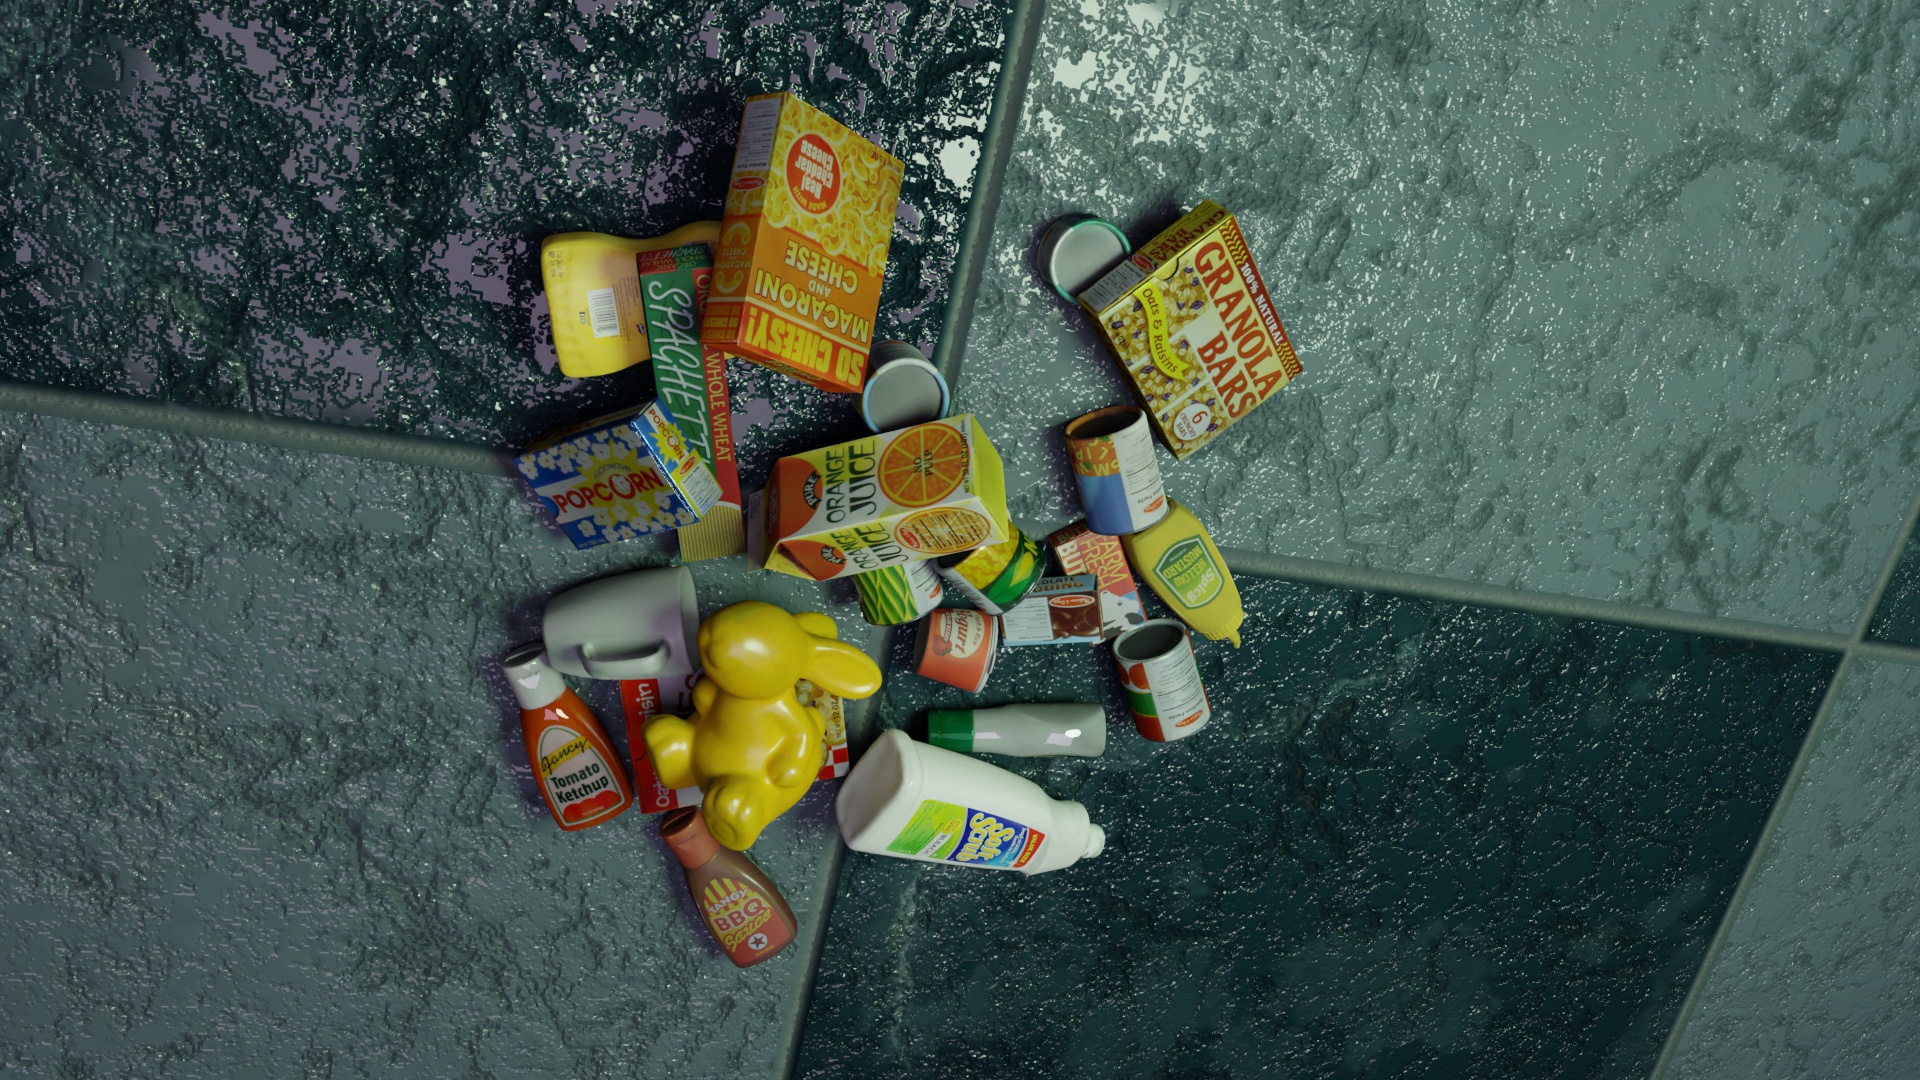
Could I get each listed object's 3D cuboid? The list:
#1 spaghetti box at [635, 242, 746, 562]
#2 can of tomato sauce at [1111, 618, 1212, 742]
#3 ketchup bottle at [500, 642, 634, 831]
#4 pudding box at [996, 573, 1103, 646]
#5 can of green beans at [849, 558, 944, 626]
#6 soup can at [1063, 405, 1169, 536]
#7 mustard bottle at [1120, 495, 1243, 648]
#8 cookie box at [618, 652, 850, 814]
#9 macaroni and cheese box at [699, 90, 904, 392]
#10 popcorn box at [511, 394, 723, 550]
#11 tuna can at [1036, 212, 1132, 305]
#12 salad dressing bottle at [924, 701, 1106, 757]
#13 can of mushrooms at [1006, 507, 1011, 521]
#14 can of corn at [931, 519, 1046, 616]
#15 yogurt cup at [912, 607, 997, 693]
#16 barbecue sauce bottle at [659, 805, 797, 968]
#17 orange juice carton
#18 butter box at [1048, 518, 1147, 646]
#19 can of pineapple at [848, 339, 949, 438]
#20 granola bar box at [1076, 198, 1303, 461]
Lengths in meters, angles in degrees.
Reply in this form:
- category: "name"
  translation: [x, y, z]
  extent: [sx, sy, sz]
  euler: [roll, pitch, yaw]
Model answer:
- category: "spaghetti box"
  translation: [-0.186, -0.088, 0.970]
  extent: [0.050, 0.029, 0.248]
  euler: [-9, 131, -12]
- category: "can of tomato sauce"
  translation: [0.168, 0.117, 1.170]
  extent: [0.071, 0.071, 0.082]
  euler: [-23, 115, -6]
- category: "ketchup bottle"
  translation: [-0.304, 0.149, 1.061]
  extent: [0.065, 0.044, 0.148]
  euler: [-21, 114, -7]
- category: "pudding box"
  translation: [0.072, 0.057, 1.121]
  extent: [0.084, 0.030, 0.049]
  euler: [-5, 117, 11]
- category: "can of green beans"
  translation: [-0.052, 0.025, 1.071]
  extent: [0.071, 0.071, 0.057]
  euler: [-20, 114, -7]
- category: "soup can"
  translation: [0.120, -0.055, 1.089]
  extent: [0.071, 0.071, 0.083]
  euler: [-20, 113, -7]
- category: "mustard bottle"
  translation: [0.196, 0.036, 1.154]
  extent: [0.065, 0.049, 0.160]
  euler: [-39, 115, 3]
- category: "cookie box"
  translation: [-0.177, 0.140, 1.095]
  extent: [0.168, 0.040, 0.122]
  euler: [-9, 113, -12]
- category: "macaroni and cheese box"
  translation: [-0.103, -0.194, 0.925]
  extent: [0.124, 0.040, 0.166]
  euler: [17, 82, -52]
- category: "popcorn box"
  translation: [-0.239, -0.045, 0.969]
  extent: [0.126, 0.038, 0.085]
  euler: [-12, 122, 33]
- category: "tuna can"
  translation: [0.095, -0.210, 1.039]
  extent: [0.071, 0.033, 0.070]
  euler: [-5, 112, -13]
- category: "salad dressing bottle"
  translation: [0.045, 0.158, 1.156]
  extent: [0.148, 0.064, 0.044]
  euler: [0, 99, -7]
- category: "can of mushrooms"
  translation: [0.004, -0.014, 1.090]
  extent: [0.071, 0.033, 0.070]
  euler: [-6, 113, -13]
- category: "can of corn"
  translation: [0.022, 0.012, 1.049]
  extent: [0.071, 0.071, 0.058]
  euler: [-47, 116, 5]
- category: "yogurt cup"
  translation: [-0.006, 0.084, 1.109]
  extent: [0.054, 0.072, 0.072]
  euler: [12, 107, -11]
- category: "barbecue sauce bottle"
  translation: [-0.195, 0.282, 1.144]
  extent: [0.065, 0.044, 0.148]
  euler: [-29, 115, -2]
- category: "orange juice carton"
  translation: [-0.068, -0.025, 1.011]
  extent: [0.192, 0.072, 0.073]
  euler: [-12, 150, 15]
- category: "butter box"
  translation: [0.113, 0.032, 1.143]
  extent: [0.053, 0.024, 0.103]
  euler: [-24, 115, -4]
- category: "can of pineapple"
  translation: [-0.046, -0.108, 1.025]
  extent: [0.071, 0.058, 0.070]
  euler: [-6, 112, -14]
- category: "granola bar box"
  translation: [0.179, -0.156, 1.059]
  extent: [0.124, 0.039, 0.165]
  euler: [-37, 130, 0]
